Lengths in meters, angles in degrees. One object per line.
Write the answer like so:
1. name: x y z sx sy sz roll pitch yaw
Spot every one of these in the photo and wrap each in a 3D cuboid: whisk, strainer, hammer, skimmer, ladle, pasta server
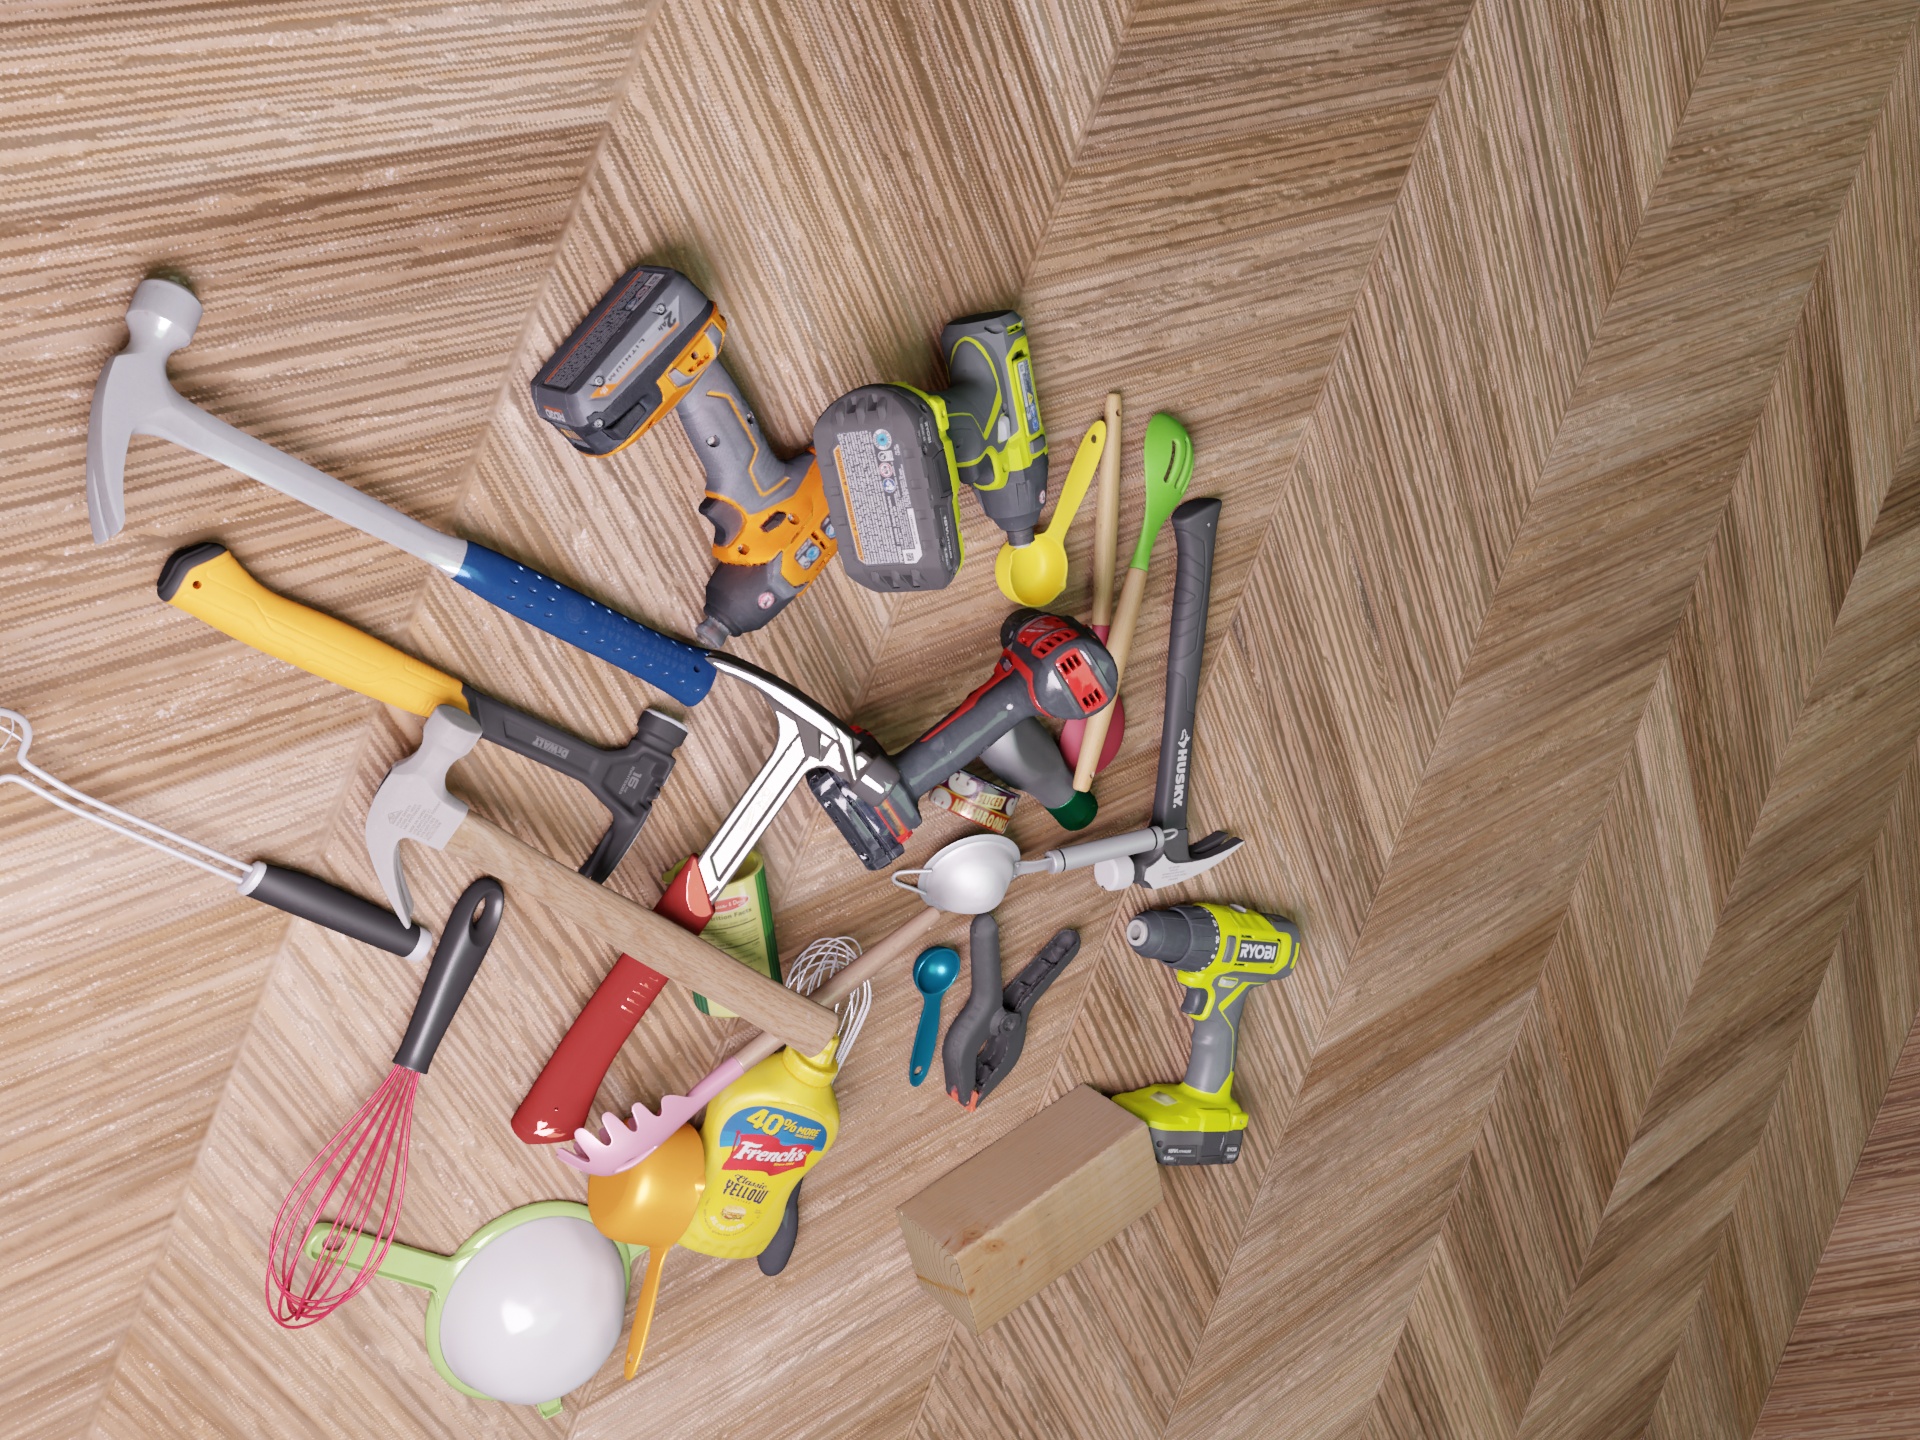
1. whisk: -0.120 0.297 1.211 0.070 0.070 0.284 4 105 -36
2. strainer: 0.070 0.116 1.280 0.258 0.050 0.086 -11 136 -26
3. whisk: -0.358 0.238 1.007 0.073 0.073 0.296 32 72 -37
4. hammer: -0.200 0.132 1.063 0.149 0.037 0.359 35 99 -6
5. strainer: -0.323 0.395 1.079 0.256 0.069 0.151 36 81 -38
6. skimmer: -0.454 0.087 0.888 0.127 0.090 0.362 -39 132 18
7. ladle: 0.115 -0.104 1.285 0.069 0.031 0.315 -8 105 -39
8. hammer: 0.193 -0.022 1.356 0.146 0.035 0.334 -5 105 -34
9. hammer: -0.330 -0.009 0.985 0.336 0.034 0.127 31 83 -37
10. hammer: -0.221 0.128 1.012 0.331 0.031 0.130 34 100 -19
11. hammer: -0.313 -0.096 0.953 0.405 0.035 0.144 29 61 -41
12. pasta server: -0.139 0.219 1.118 0.316 0.060 0.040 -35 79 -25

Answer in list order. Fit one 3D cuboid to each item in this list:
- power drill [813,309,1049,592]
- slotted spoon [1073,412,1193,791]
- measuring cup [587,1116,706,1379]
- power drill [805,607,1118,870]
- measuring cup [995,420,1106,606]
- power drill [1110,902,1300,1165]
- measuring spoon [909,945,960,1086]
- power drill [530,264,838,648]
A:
1. power drill: -0.004 -0.177 1.098 0.223 0.080 0.171 -43 127 -54
2. slotted spoon: 0.137 -0.095 1.272 0.070 0.031 0.314 21 83 -53
3. measuring cup: -0.230 0.362 1.103 0.052 0.095 0.174 25 62 -33
4. power drill: -0.002 -0.004 1.152 0.226 0.188 0.080 -34 108 -1
5. measuring cup: 0.073 -0.163 1.237 0.062 0.029 0.156 28 84 -37
6. power drill: 0.205 0.274 1.422 0.190 0.080 0.228 11 93 -38
7. measuring spoon: -0.030 0.237 1.284 0.042 0.021 0.128 -4 114 -36
8. power drill: -0.167 -0.161 1.033 0.164 0.084 0.226 -53 130 -12
